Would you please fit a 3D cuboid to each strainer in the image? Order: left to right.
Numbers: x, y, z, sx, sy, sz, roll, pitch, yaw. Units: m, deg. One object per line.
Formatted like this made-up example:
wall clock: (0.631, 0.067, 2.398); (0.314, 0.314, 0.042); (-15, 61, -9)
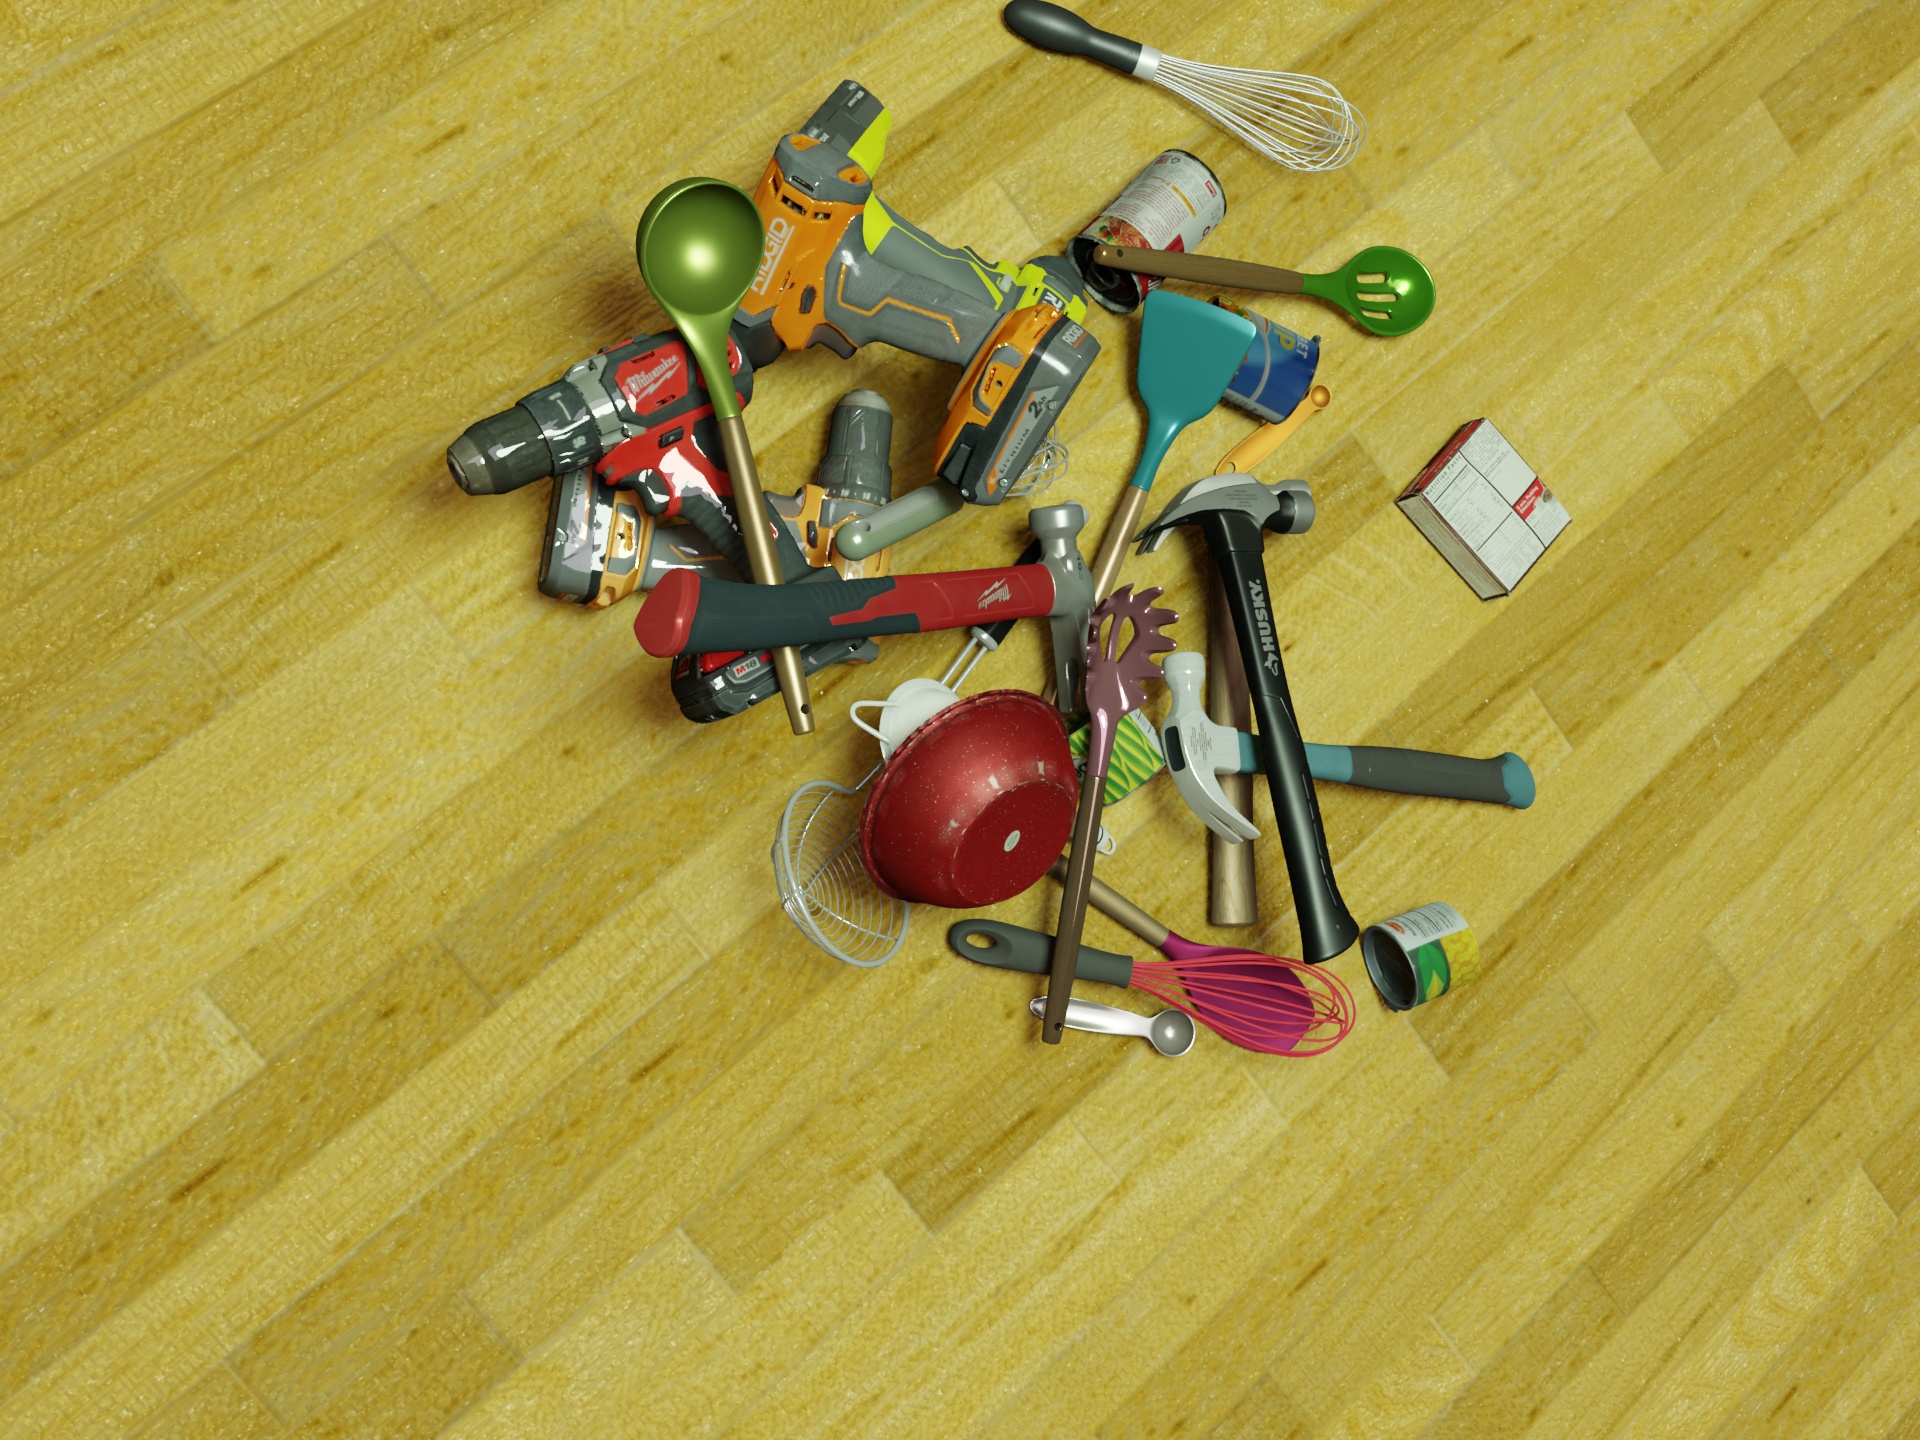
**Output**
strainer: (0.031, 0.040, 1.061); (0.258, 0.050, 0.087); (32, 57, -42)

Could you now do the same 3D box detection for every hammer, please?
hammer: (-0.035, -0.054, 0.952); (0.386, 0.038, 0.143); (-12, 97, -51)
hammer: (0.195, -0.016, 1.162); (0.130, 0.031, 0.331); (0, 87, -17)
hammer: (0.211, -0.001, 1.086); (0.146, 0.035, 0.335); (-4, 77, -30)
hammer: (0.290, 0.032, 1.158); (0.330, 0.033, 0.128); (6, 73, -27)

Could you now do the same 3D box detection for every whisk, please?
whisk: (-0.002, -0.152, 1.051); (0.058, 0.059, 0.246); (28, 37, 23)
whisk: (0.136, 0.181, 1.112); (0.296, 0.073, 0.073); (13, 84, -5)
whisk: (0.166, -0.471, 1.164); (0.284, 0.070, 0.070); (17, 83, -10)

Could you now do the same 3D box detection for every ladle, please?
ladle: (-0.120, -0.149, 0.908); (0.078, 0.062, 0.320); (-14, 91, -33)

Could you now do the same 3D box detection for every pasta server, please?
pasta server: (0.089, 0.065, 1.064); (0.060, 0.040, 0.316); (8, 95, -20)

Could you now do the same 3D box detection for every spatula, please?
spatula: (0.115, -0.143, 1.125); (0.082, 0.044, 0.317); (22, 88, 8)

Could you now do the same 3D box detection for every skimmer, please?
skimmer: (-0.002, -0.003, 1.072); (0.127, 0.090, 0.363); (45, 74, -32)

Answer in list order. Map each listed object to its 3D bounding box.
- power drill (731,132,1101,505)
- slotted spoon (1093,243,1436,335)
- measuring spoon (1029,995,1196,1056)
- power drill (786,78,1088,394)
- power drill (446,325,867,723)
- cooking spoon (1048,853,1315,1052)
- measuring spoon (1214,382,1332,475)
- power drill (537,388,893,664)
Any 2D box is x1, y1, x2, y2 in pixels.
power drill: (-0.047, -0.231, 0.985); (0.226, 0.084, 0.164); (33, 122, -1)
slotted spoon: (0.225, -0.322, 1.153); (0.313, 0.031, 0.070); (-3, 87, -32)
measuring spoon: (0.108, 0.214, 1.137); (0.124, 0.018, 0.034); (13, 80, -9)
power drill: (-0.017, -0.318, 1.072); (0.223, 0.080, 0.171); (35, 43, -13)
power drill: (-0.176, -0.111, 0.947); (0.188, 0.080, 0.226); (-30, 98, -24)
cooking spoon: (0.125, 0.142, 1.140); (0.318, 0.017, 0.069); (35, 93, -12)
measuring spoon: (0.234, -0.215, 1.197); (0.117, 0.011, 0.021); (-39, 102, -11)
power drill: (-0.149, -0.143, 1.043); (0.226, 0.084, 0.185); (10, 84, -20)
